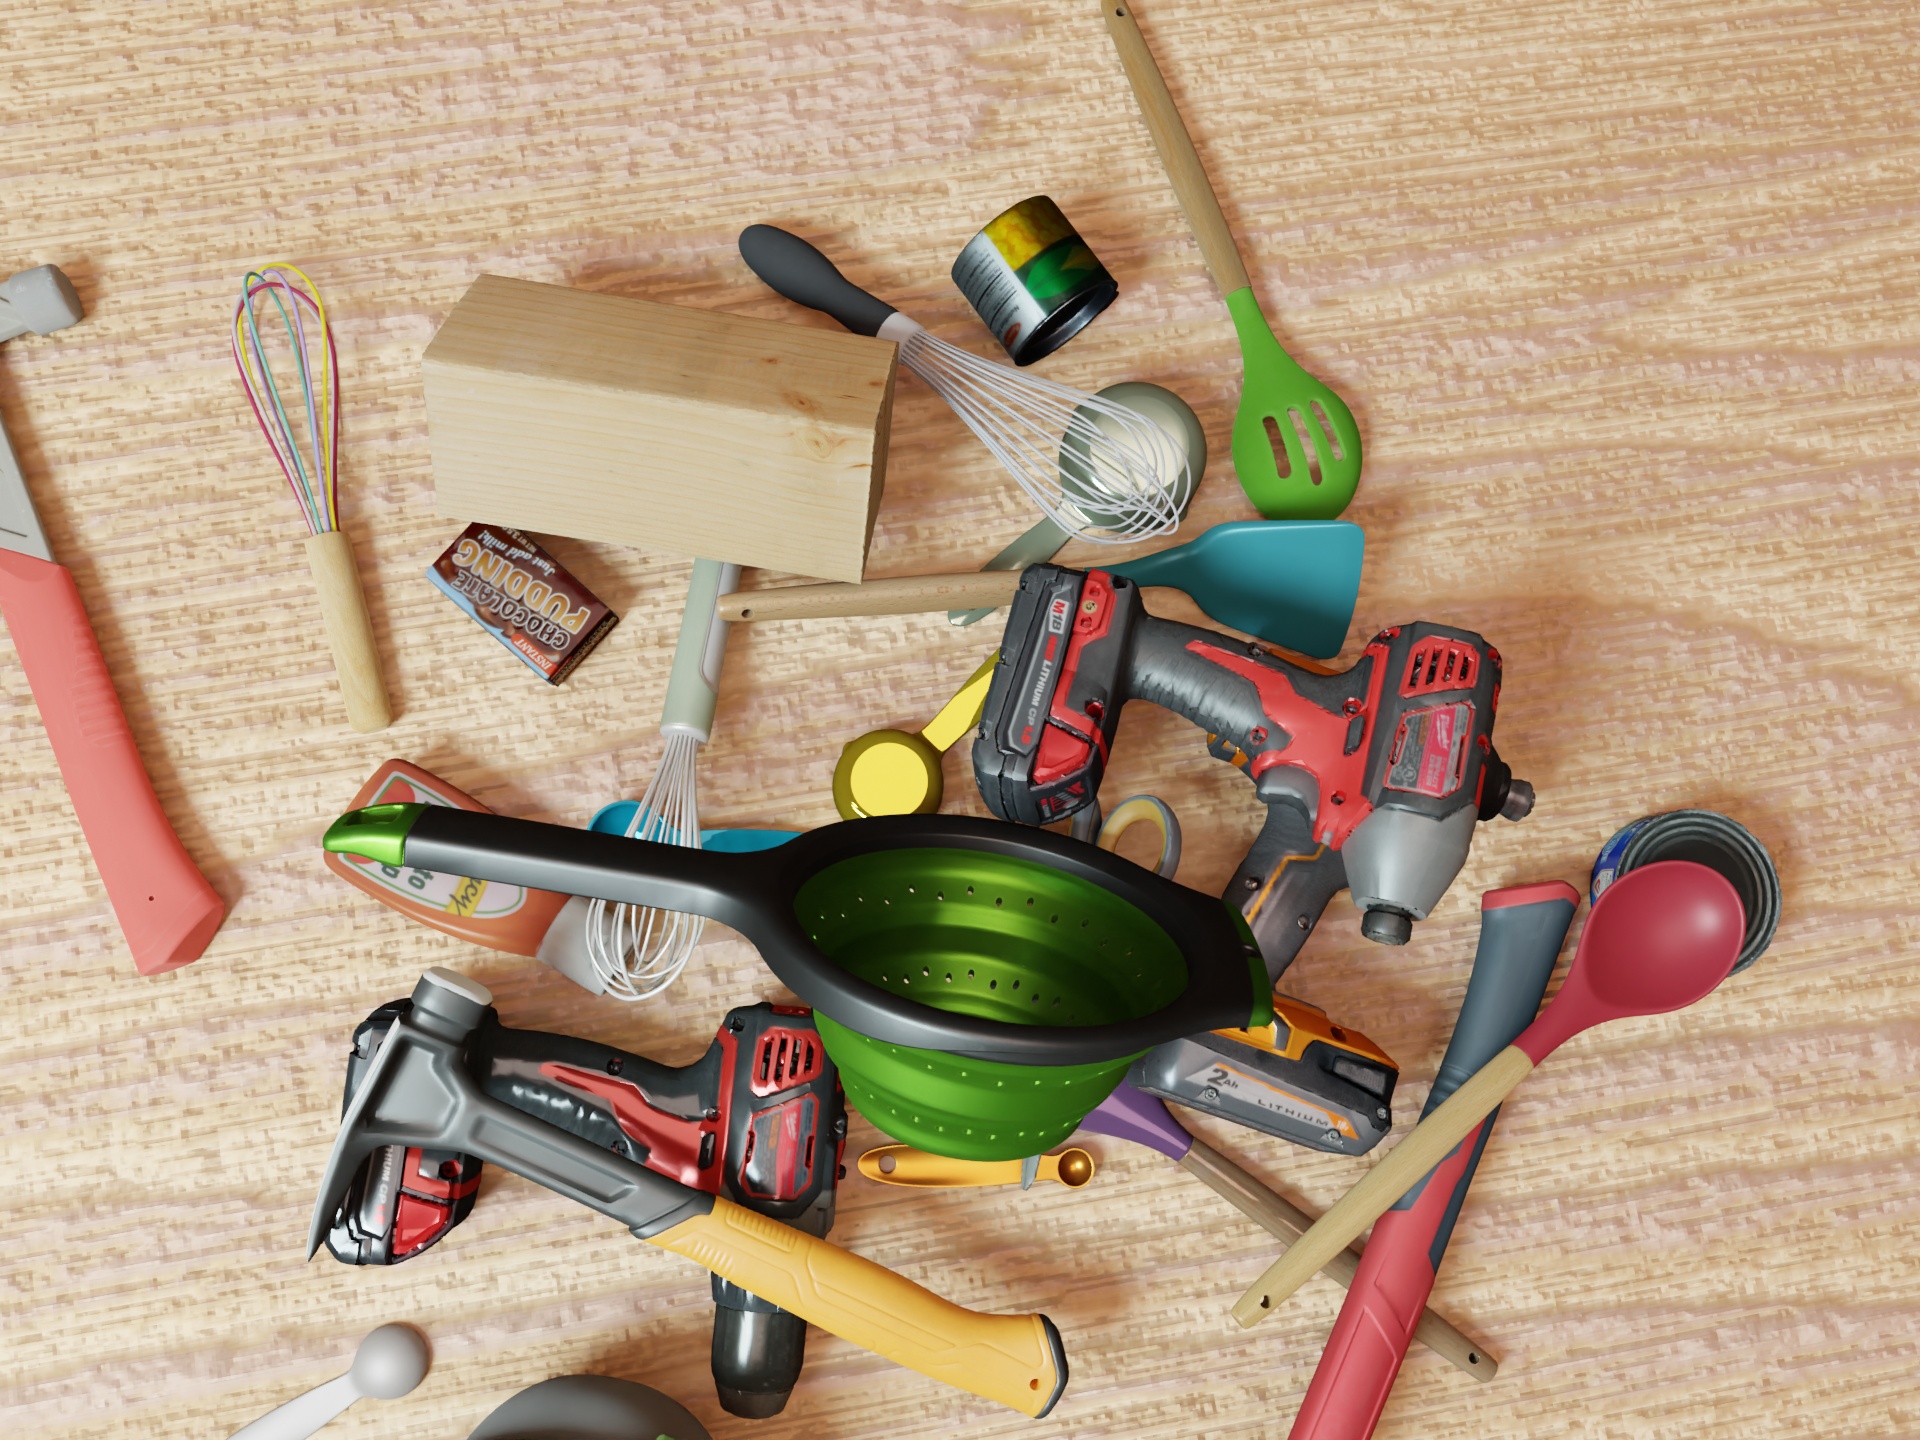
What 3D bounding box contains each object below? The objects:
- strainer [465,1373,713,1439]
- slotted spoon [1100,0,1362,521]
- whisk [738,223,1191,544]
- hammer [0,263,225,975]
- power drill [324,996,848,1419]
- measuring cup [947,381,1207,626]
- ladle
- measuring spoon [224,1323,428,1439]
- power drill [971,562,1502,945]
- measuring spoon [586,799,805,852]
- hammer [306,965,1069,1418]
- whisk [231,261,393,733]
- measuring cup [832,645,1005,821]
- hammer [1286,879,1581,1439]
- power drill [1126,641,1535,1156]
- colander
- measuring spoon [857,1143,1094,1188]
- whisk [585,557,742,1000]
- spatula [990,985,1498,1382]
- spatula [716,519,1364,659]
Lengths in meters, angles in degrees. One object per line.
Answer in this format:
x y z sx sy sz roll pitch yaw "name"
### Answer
-0.213 0.344 0.728 0.256 0.069 0.151 -2 127 13 "strainer"
0.136 -0.250 0.847 0.070 0.031 0.314 -20 82 -5 "slotted spoon"
-0.005 -0.174 0.796 0.285 0.070 0.070 37 82 18 "whisk"
-0.456 -0.043 0.780 0.149 0.036 0.359 -23 84 -6 "hammer"
-0.168 0.221 0.742 0.226 0.080 0.188 6 82 -5 "power drill"
0.057 -0.108 0.816 0.167 0.038 0.083 -42 86 -9 "measuring cup"
0.246 0.175 0.745 0.315 0.031 0.069 -38 85 -12 "ladle"
-0.309 0.328 0.746 0.124 0.018 0.034 -31 85 -6 "measuring spoon"
0.123 0.013 0.718 0.220 0.078 0.143 12 73 12 "power drill"
-0.123 0.064 0.797 0.128 0.021 0.042 4 81 -12 "measuring spoon"
-0.108 0.234 0.697 0.336 0.034 0.127 27 85 -8 "hammer"
-0.320 -0.114 0.796 0.047 0.051 0.245 -14 86 -11 "whisk"
-0.001 -0.003 0.802 0.156 0.029 0.062 -45 87 -6 "measuring cup"
0.227 0.257 0.759 0.143 0.038 0.386 28 76 -2 "hammer"
0.182 0.090 0.774 0.164 0.084 0.226 19 76 0 "power drill"
-0.073 0.109 0.684 0.397 0.205 0.094 9 109 -2 "colander"
0.008 0.219 0.785 0.117 0.011 0.021 1 83 1 "measuring spoon"
-0.135 0.014 0.770 0.059 0.057 0.246 -3 67 25 "whisk"
0.133 0.225 0.785 0.316 0.018 0.060 37 74 3 "spatula"
0.039 -0.062 0.791 0.317 0.082 0.044 -5 39 -8 "spatula"
